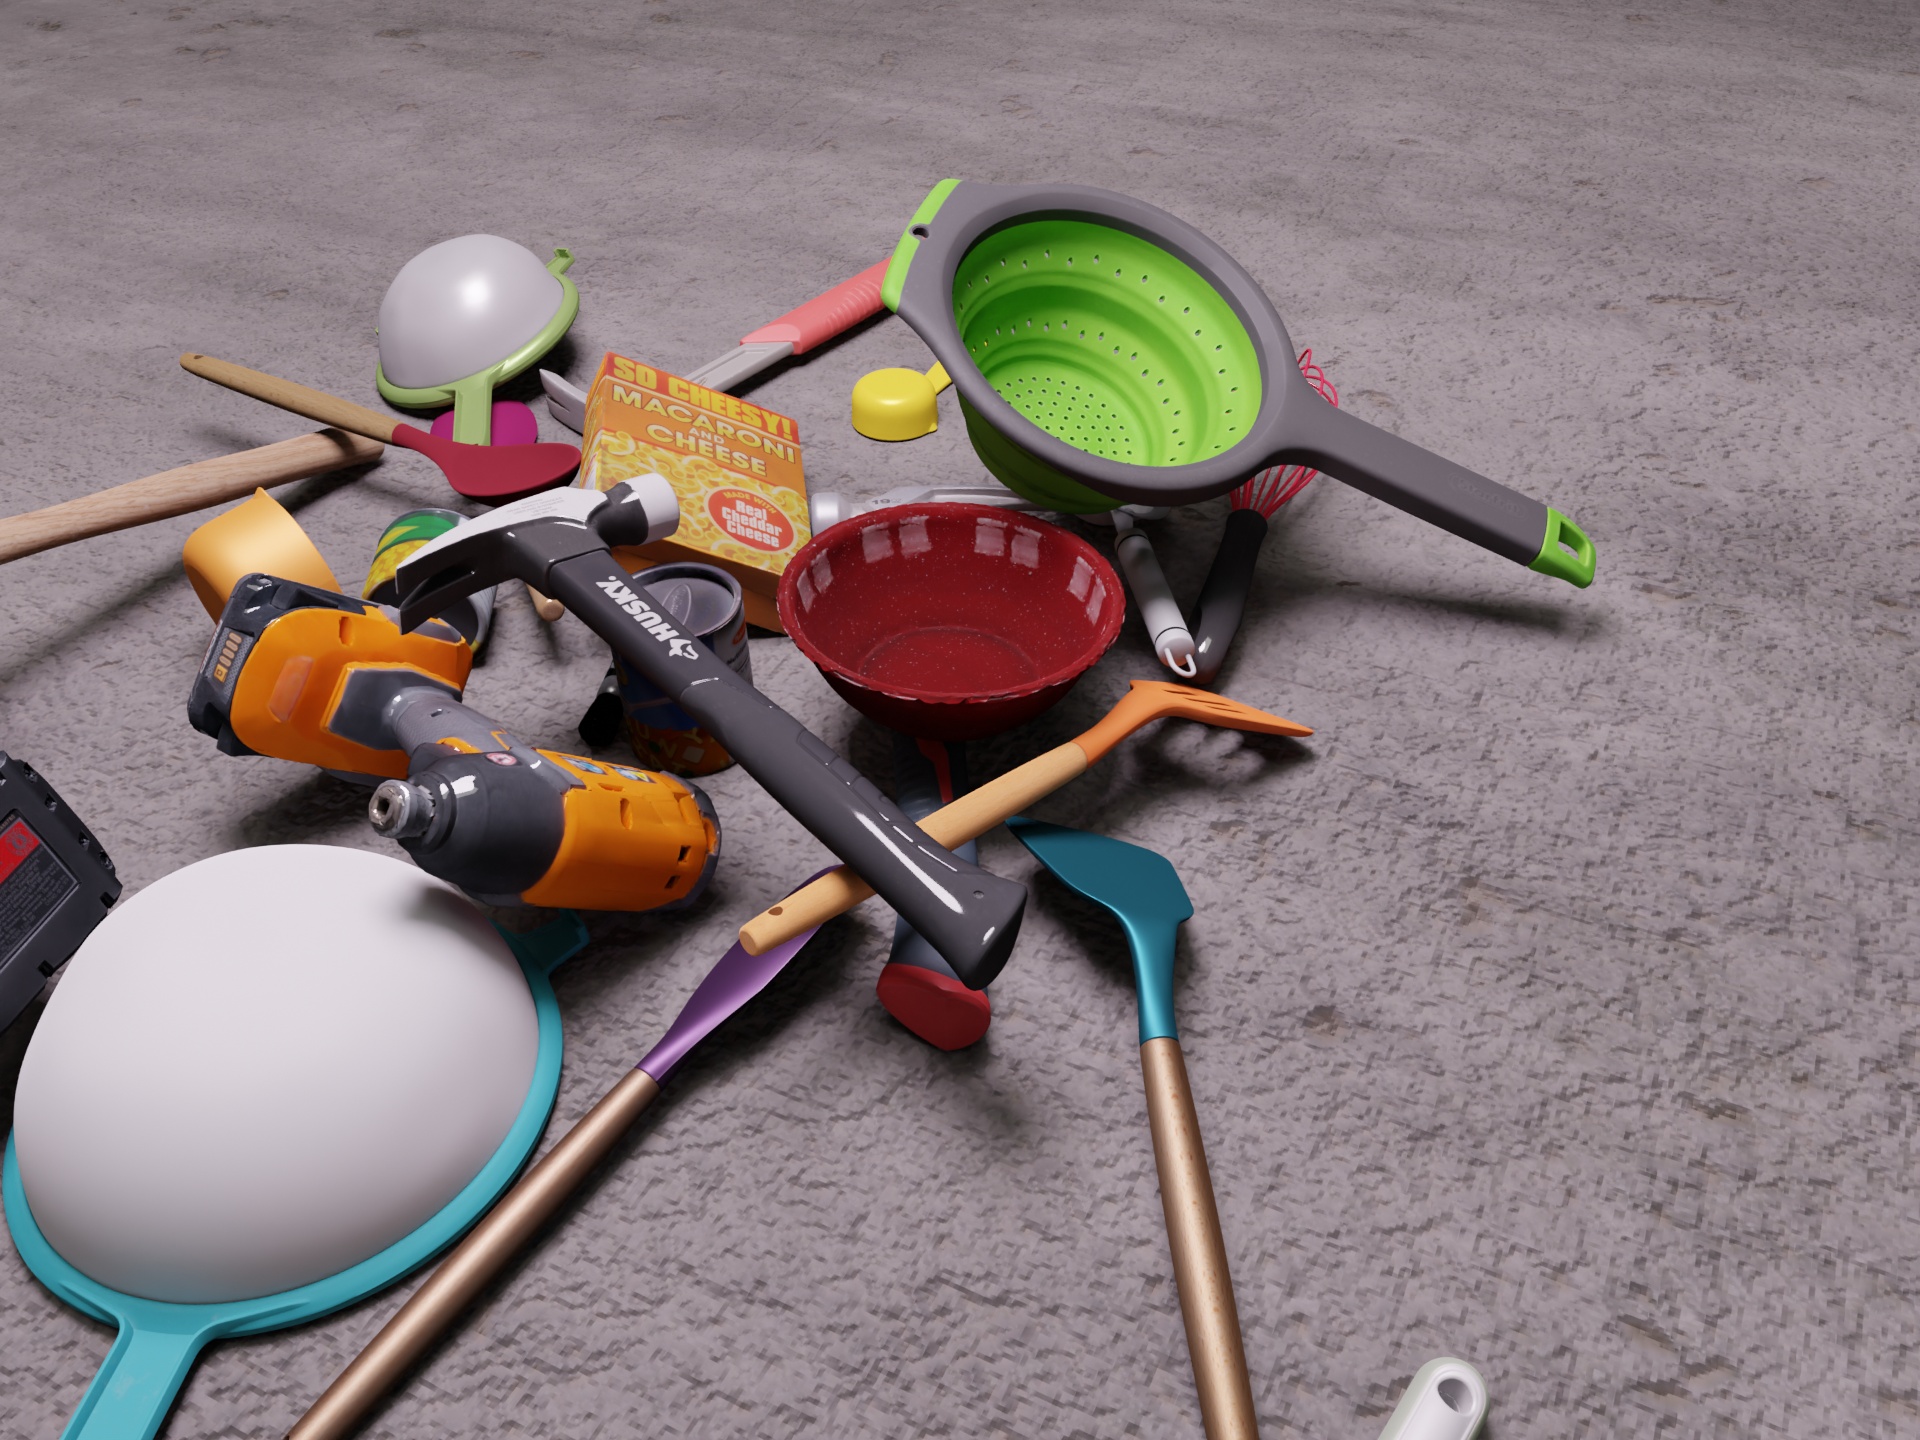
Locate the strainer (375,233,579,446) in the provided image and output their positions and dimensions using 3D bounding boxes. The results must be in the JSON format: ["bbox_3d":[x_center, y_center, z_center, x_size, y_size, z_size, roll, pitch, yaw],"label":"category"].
[{"bbox_3d":[-0.328,-0.249,1.032,0.151,0.069,0.257,-22,41,2],"label":"strainer"}]

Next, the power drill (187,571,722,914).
[{"bbox_3d":[-0.232,0.012,0.686,0.227,0.084,0.164,26,5,30],"label":"power drill"}]

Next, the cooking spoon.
[{"bbox_3d":[-0.270,-0.137,0.948,0.068,0.017,0.319,-17,36,-15],"label":"cooking spoon"}]

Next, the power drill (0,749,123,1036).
[{"bbox_3d":[-0.468,0.098,0.614,0.227,0.080,0.188,-7,37,23],"label":"power drill"}]

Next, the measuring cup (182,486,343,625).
[{"bbox_3d":[-0.392,-0.076,0.862,0.052,0.095,0.174,-38,34,-30],"label":"measuring cup"}]

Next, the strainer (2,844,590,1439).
[{"bbox_3d":[-0.272,0.155,0.556,0.211,0.095,0.341,3,39,5],"label":"strainer"}]

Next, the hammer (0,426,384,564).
[{"bbox_3d":[-0.449,-0.120,0.874,0.130,0.031,0.331,4,22,25],"label":"hammer"}]

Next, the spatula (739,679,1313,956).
[{"bbox_3d":[0.035,0.033,0.694,0.081,0.041,0.322,23,37,39],"label":"spatula"}]

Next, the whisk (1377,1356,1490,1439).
[{"bbox_3d":[0.092,0.271,0.447,0.058,0.059,0.246,35,46,20],"label":"whisk"}]

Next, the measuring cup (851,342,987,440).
[{"bbox_3d":[-0.020,-0.237,1.067,0.062,0.029,0.156,18,45,22],"label":"measuring cup"}]

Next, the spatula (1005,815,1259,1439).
[{"bbox_3d":[0.075,0.151,0.598,0.082,0.044,0.318,15,43,-21],"label":"spatula"}]

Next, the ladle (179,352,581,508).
[{"bbox_3d":[-0.354,-0.177,0.949,0.315,0.031,0.069,20,41,22],"label":"ladle"}]

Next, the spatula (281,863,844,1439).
[{"bbox_3d":[-0.138,0.155,0.604,0.060,0.018,0.316,-15,25,48],"label":"spatula"}]

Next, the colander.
[{"bbox_3d":[0.141,-0.144,0.845,0.397,0.094,0.205,24,55,-4],"label":"colander"}]

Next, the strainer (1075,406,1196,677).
[{"bbox_3d":[0.091,-0.100,0.879,0.086,0.050,0.259,20,32,-23],"label":"strainer"}]

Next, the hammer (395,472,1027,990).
[{"bbox_3d":[-0.098,-0.002,0.651,0.146,0.035,0.335,-24,49,-37],"label":"hammer"}]

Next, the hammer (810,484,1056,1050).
[{"bbox_3d":[-0.001,-0.002,0.782,0.143,0.038,0.387,-2,40,-4],"label":"hammer"}]

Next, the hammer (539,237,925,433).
[{"bbox_3d":[-0.115,-0.278,1.116,0.149,0.036,0.359,26,47,28],"label":"hammer"}]

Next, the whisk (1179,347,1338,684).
[{"bbox_3d":[0.167,-0.122,0.907,0.073,0.073,0.296,11,46,15],"label":"whisk"}]
